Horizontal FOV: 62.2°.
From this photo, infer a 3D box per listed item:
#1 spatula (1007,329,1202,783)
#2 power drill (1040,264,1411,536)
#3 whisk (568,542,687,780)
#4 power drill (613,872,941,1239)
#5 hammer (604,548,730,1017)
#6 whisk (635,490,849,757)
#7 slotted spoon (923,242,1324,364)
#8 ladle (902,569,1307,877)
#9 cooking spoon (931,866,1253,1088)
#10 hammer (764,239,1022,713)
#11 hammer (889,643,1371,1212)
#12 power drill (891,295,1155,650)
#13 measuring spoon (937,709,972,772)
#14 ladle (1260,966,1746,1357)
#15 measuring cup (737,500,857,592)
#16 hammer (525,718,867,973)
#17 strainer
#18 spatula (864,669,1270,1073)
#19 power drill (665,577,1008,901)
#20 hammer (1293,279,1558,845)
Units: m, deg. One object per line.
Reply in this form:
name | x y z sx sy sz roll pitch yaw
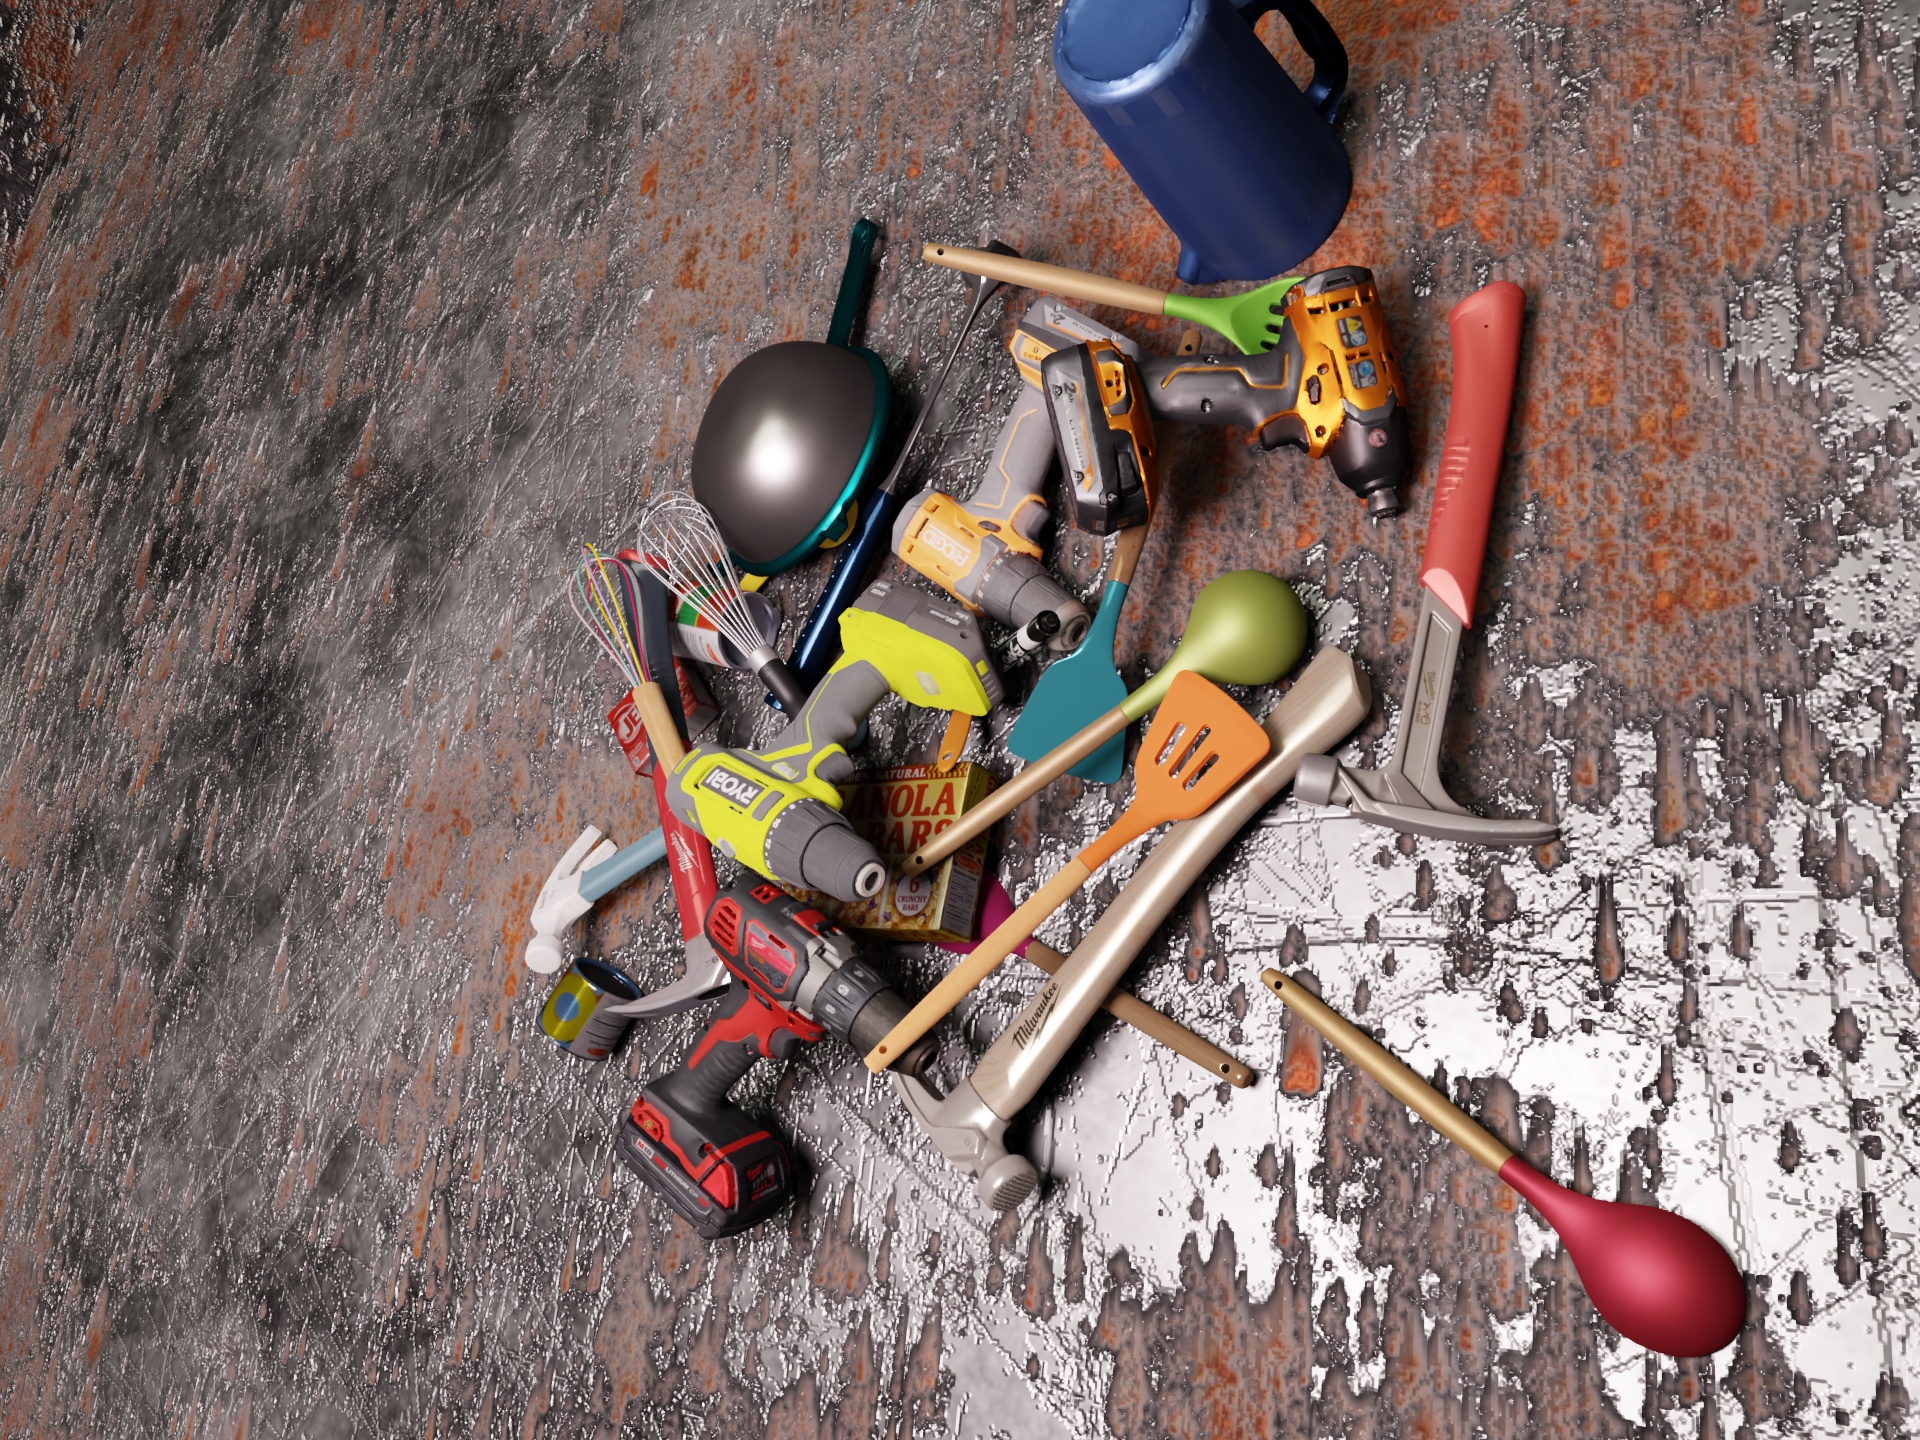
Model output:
spatula | 0.115 -0.117 1.098 0.082 0.044 0.317 17 85 8
power drill | 0.178 -0.191 1.039 0.226 0.084 0.164 -14 82 2
whisk | -0.252 -0.040 1.239 0.047 0.051 0.245 -44 60 32
power drill | -0.124 0.240 1.081 0.188 0.080 0.226 33 108 25
hammer | -0.239 0.037 1.246 0.143 0.038 0.387 -24 63 17
whisk | -0.170 -0.069 1.238 0.070 0.070 0.285 -44 69 15
slotted spoon | 0.122 -0.303 1.128 0.314 0.031 0.070 15 89 13
ladle | 0.092 0.010 1.063 0.320 0.062 0.078 -37 81 13
cooking spoon | 0.067 0.166 1.073 0.319 0.017 0.069 26 90 40
hammer | -0.053 -0.189 1.250 0.405 0.035 0.144 -64 13 5
hammer | 0.112 0.115 1.029 0.410 0.038 0.146 -51 48 5
power drill | 0.067 -0.174 1.163 0.186 0.084 0.226 39 101 36
measuring spoon | -0.002 -0.004 1.154 0.021 0.011 0.117 -18 34 26
ladle | 0.285 0.231 0.888 0.316 0.031 0.069 38 97 40
measuring cup | -0.141 -0.142 1.339 0.156 0.029 0.062 -43 51 30
hammer | -0.213 0.081 1.277 0.331 0.033 0.128 -31 31 16
strainer | -0.144 -0.290 1.318 0.211 0.095 0.340 -10 62 50
spatula | 0.058 0.104 1.000 0.322 0.041 0.081 -43 61 -4
power drill | -0.073 0.017 1.107 0.191 0.080 0.228 23 63 40
hammer | 0.312 -0.104 0.971 0.149 0.036 0.359 10 74 17
